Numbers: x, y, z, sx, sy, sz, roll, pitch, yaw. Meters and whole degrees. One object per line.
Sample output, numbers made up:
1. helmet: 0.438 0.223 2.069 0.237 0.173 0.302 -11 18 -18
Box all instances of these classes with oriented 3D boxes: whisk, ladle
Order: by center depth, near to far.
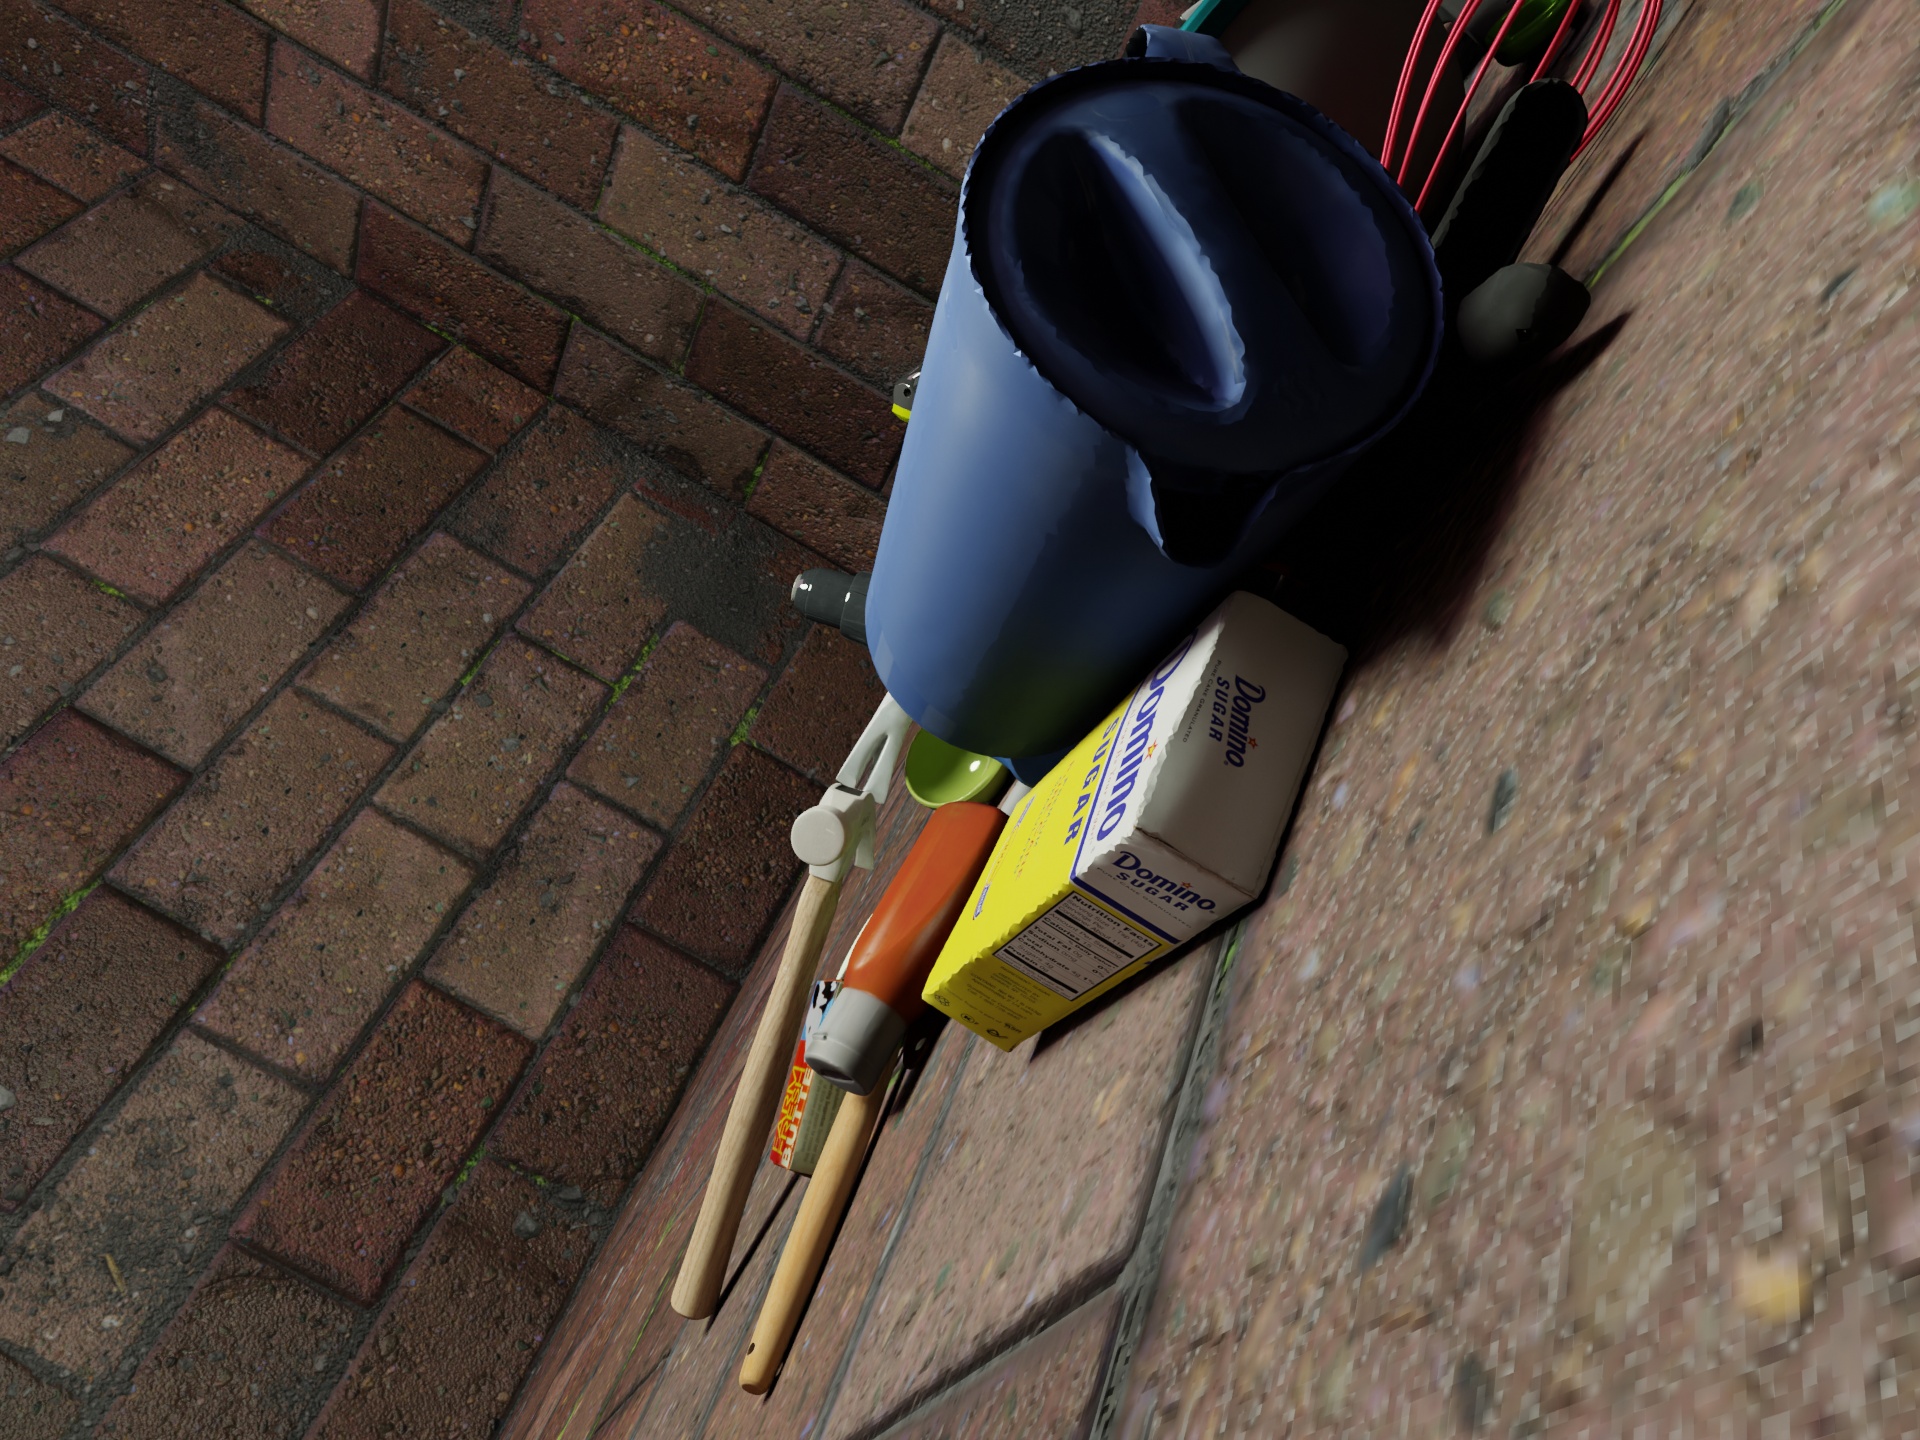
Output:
1. whisk: 0.146 -0.145 0.553 0.073 0.073 0.295 -71 7 -69
2. ladle: 0.036 -0.015 0.909 0.320 0.062 0.078 132 158 -65

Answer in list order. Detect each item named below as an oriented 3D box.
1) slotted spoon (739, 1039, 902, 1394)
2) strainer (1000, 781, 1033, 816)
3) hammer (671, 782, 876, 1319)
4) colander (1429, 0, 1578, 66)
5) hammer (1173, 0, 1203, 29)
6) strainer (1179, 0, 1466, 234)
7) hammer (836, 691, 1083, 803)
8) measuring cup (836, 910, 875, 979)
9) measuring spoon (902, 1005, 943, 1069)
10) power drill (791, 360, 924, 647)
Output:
1. slotted spoon: -0.044 0.177 0.775 0.070 0.031 0.314 -41 18 42
2. strainer: 0.065 -0.018 0.754 0.258 0.050 0.087 -60 -3 39
3. hammer: -0.110 0.193 0.923 0.130 0.031 0.331 -40 -32 -78
4. colander: 0.228 -0.401 0.792 0.204 0.094 0.397 -37 21 24
5. hammer: 0.085 -0.271 0.811 0.127 0.034 0.337 -44 3 -17
6. strainer: 0.164 -0.258 0.624 0.211 0.095 0.340 -33 -21 -43
7. hammer: -0.001 -0.003 0.848 0.144 0.035 0.405 -62 11 -1
8. measuring cup: -0.048 0.151 0.899 0.083 0.038 0.167 -59 3 10
9. measuring spoon: -0.004 0.125 0.788 0.021 0.011 0.117 -22 33 41
10. power drill: -0.016 -0.147 1.188 0.080 0.190 0.228 -62 -11 -68
